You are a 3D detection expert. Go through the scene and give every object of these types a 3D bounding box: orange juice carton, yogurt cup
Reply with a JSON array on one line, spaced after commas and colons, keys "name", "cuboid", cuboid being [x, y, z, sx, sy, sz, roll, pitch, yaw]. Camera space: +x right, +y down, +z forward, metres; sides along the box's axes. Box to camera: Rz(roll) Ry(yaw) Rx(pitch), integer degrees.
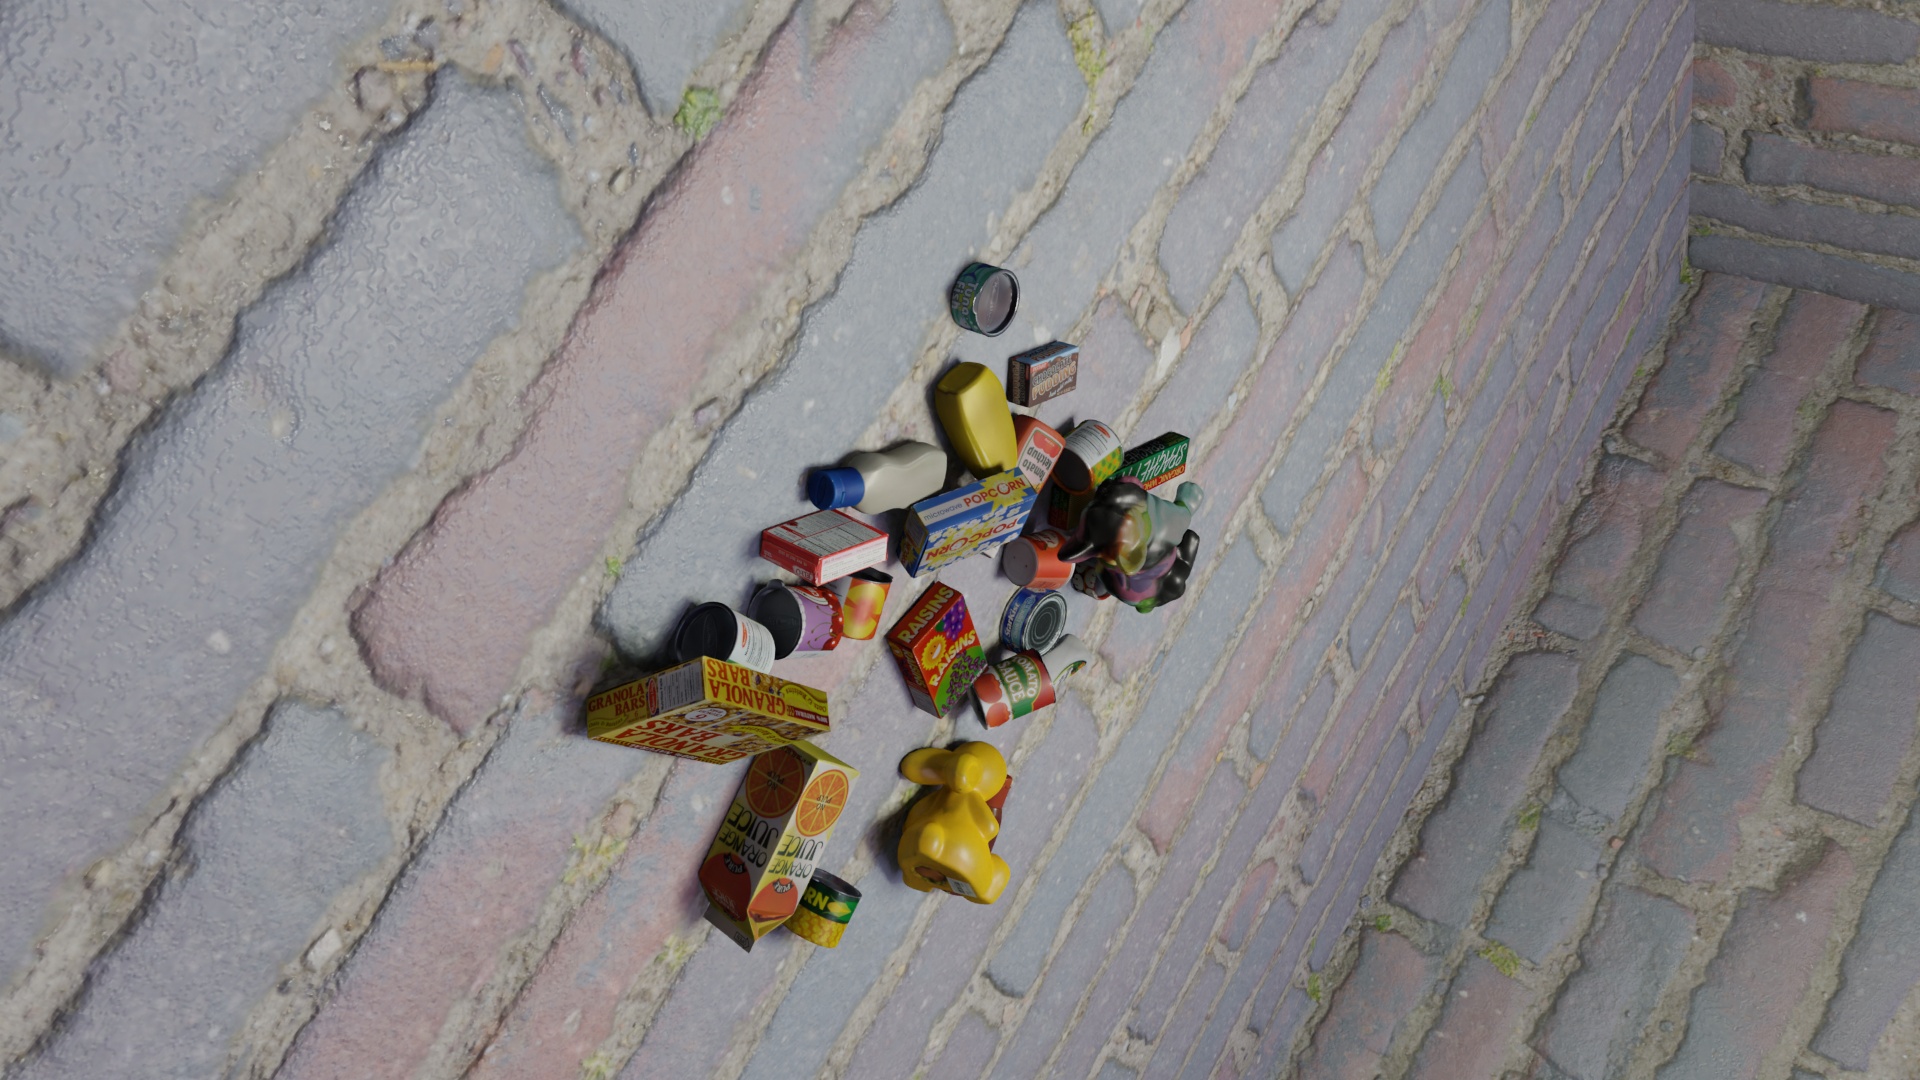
[{"name": "orange juice carton", "cuboid": [-0.179, 0.285, 1.311, 0.073, 0.072, 0.193, 31, 83, -55]}, {"name": "yogurt cup", "cuboid": [0.083, 0.022, 1.520, 0.054, 0.072, 0.072, -3, 112, -44]}]

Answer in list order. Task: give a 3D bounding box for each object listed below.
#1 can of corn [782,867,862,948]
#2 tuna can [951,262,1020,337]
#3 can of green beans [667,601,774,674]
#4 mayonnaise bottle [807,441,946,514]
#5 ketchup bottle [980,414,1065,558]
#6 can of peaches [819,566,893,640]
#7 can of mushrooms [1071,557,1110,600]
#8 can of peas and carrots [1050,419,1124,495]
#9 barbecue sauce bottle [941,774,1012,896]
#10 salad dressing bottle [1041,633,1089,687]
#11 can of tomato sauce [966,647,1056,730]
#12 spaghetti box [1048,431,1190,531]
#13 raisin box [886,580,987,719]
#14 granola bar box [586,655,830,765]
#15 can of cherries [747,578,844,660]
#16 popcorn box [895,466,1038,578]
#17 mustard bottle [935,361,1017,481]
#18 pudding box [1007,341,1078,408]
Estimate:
[{"name": "can of corn", "cuboid": [-0.144, 0.373, 1.414, 0.071, 0.071, 0.058, 32, 83, -55]}, {"name": "tuna can", "cuboid": [0.022, -0.229, 1.320, 0.071, 0.033, 0.070, -30, 131, -41]}, {"name": "can of green beans", "cuboid": [-0.200, 0.092, 1.177, 0.071, 0.071, 0.057, -62, 146, -7]}, {"name": "mayonnaise bottle", "cuboid": [-0.076, -0.054, 1.282, 0.148, 0.041, 0.064, -11, 124, -49]}, {"name": "ketchup bottle", "cuboid": [0.052, -0.054, 1.449, 0.064, 0.043, 0.149, 33, 82, -43]}, {"name": "can of peaches", "cuboid": [-0.101, 0.054, 1.287, 0.071, 0.071, 0.058, 6, 105, -54]}, {"name": "can of mushrooms", "cuboid": [0.165, 0.038, 1.664, 0.071, 0.033, 0.070, -30, 131, -42]}, {"name": "can of peas and carrots", "cuboid": [0.135, -0.089, 1.523, 0.059, 0.071, 0.070, -38, 136, -34]}, {"name": "barbecue sauce bottle", "cuboid": [0.019, 0.342, 1.634, 0.065, 0.044, 0.148, 19, 93, -56]}, {"name": "salad dressing bottle", "cuboid": [0.085, 0.163, 1.614, 0.148, 0.044, 0.064, -33, 165, -32]}, {"name": "can of tomato sauce", "cuboid": [0.054, 0.163, 1.532, 0.083, 0.071, 0.070, -21, 131, -11]}, {"name": "spaghetti box", "cuboid": [0.191, -0.073, 1.638, 0.251, 0.029, 0.050, -25, 129, -44]}, {"name": "raisin box", "cuboid": [-0.023, 0.115, 1.452, 0.086, 0.040, 0.122, -47, 142, -25]}, {"name": "granola bar box", "cuboid": [-0.206, 0.144, 1.154, 0.165, 0.124, 0.039, 28, 48, -55]}, {"name": "can of cherries", "cuboid": [-0.146, 0.070, 1.238, 0.058, 0.071, 0.071, 4, 106, -54]}, {"name": "popcorn box", "cuboid": [0.005, -0.017, 1.355, 0.127, 0.038, 0.084, -21, 155, -25]}, {"name": "mustard bottle", "cuboid": [0.023, -0.099, 1.372, 0.065, 0.049, 0.159, -43, 133, -26]}, {"name": "pudding box", "cuboid": [0.086, -0.173, 1.439, 0.084, 0.030, 0.049, -26, 127, -44]}]
